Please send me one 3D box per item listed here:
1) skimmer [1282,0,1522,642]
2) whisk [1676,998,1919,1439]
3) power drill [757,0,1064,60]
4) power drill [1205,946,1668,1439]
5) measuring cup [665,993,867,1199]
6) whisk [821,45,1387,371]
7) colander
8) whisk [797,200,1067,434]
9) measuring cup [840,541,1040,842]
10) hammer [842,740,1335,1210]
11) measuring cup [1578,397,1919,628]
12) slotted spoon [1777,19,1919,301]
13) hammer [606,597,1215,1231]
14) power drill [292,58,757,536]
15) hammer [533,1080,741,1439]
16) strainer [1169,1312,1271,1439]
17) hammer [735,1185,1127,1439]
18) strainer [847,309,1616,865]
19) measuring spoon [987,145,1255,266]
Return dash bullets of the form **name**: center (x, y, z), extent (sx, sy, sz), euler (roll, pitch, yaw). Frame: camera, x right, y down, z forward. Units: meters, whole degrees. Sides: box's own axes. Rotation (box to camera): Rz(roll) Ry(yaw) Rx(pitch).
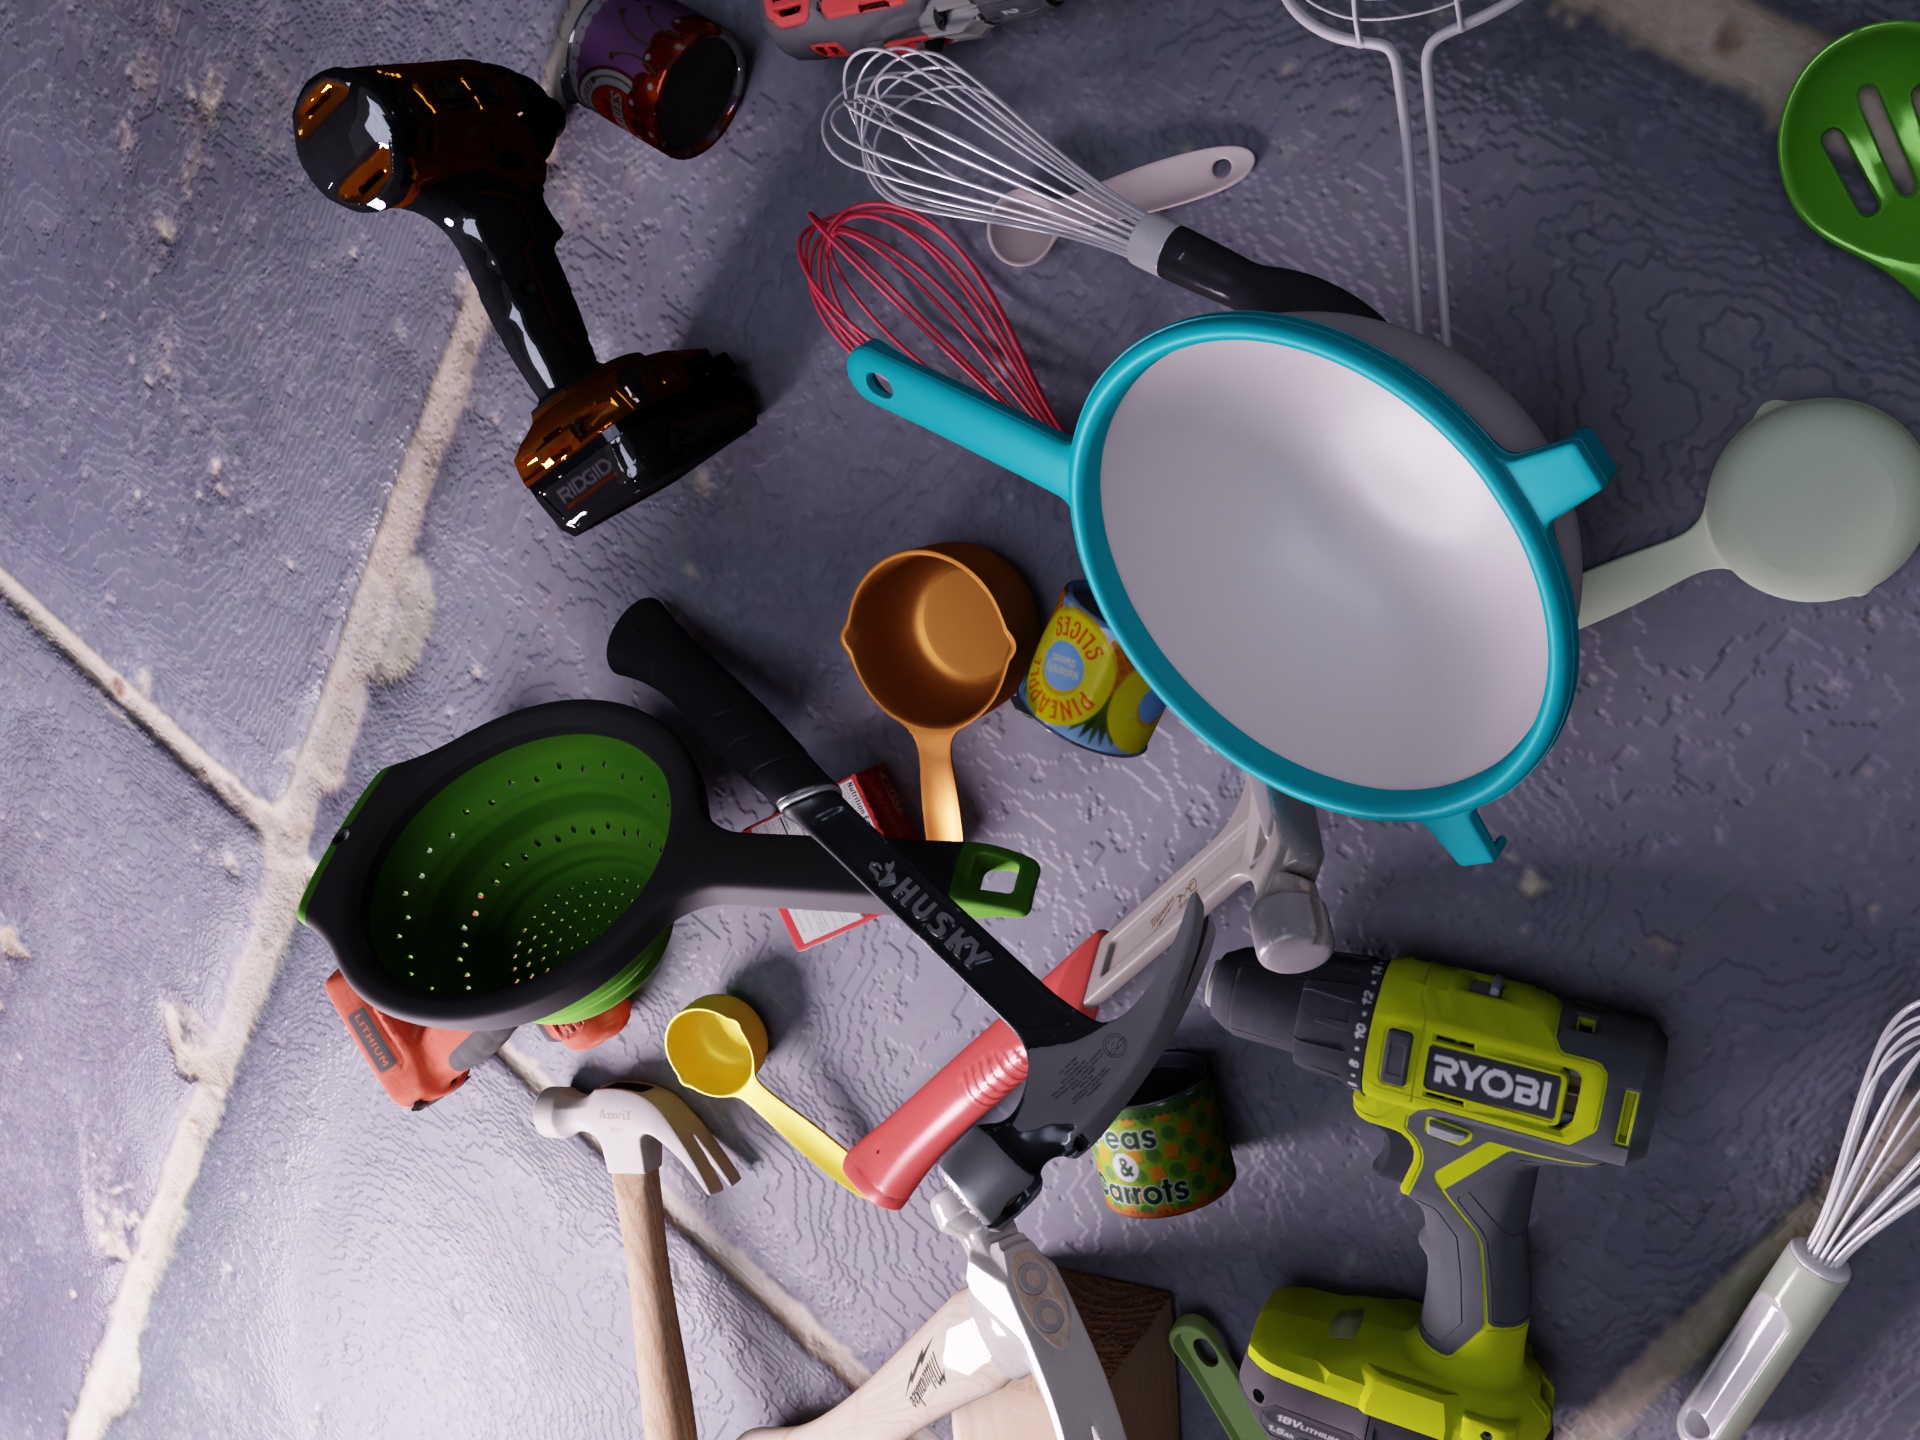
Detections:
- **skimmer**: center (0.197, -0.187, 0.638), extent (0.127, 0.090, 0.363), euler (3, 114, 31)
- **whisk**: center (0.353, 0.213, 0.646), extent (0.058, 0.059, 0.246), euler (54, 134, 52)
- **power drill**: center (-0.007, -0.404, 0.668), extent (0.188, 0.080, 0.226), euler (3, 107, 27)
- **power drill**: center (0.194, 0.215, 0.712), extent (0.190, 0.080, 0.228), euler (11, 105, 23)
- **measuring cup**: center (-0.099, 0.215, 0.904), extent (0.156, 0.029, 0.062), euler (41, 118, 0)
- **whisk**: center (0.055, -0.211, 0.665), extent (0.285, 0.070, 0.070), euler (33, 116, 23)
- **colander**: center (-0.143, 0.095, 0.820), extent (0.397, 0.205, 0.094), euler (1, 140, 21)
- **whisk**: center (0.035, -0.131, 0.724), extent (0.296, 0.073, 0.073), euler (46, 119, 5)
- **measuring cup**: center (-0.001, -0.002, 0.778), extent (0.095, 0.052, 0.173), euler (3, 108, 28)
- **hammer**: center (0.043, 0.134, 0.773), extent (0.036, 0.149, 0.359), euler (20, 132, -25)
- **measuring cup**: center (0.284, -0.064, 0.616), extent (0.167, 0.038, 0.083), euler (-26, 89, 28)
- **slotted spoon**: center (0.375, -0.097, 0.568), extent (0.070, 0.031, 0.314), euler (-22, 94, 31)
- **hammer**: center (-0.055, 0.043, 0.736), extent (0.149, 0.036, 0.409), euler (-43, 49, -9)
- **power drill**: center (-0.200, -0.219, 0.783), extent (0.084, 0.164, 0.226), euler (-27, 101, 30)
- **hammer**: center (-0.178, 0.382, 0.954), extent (0.130, 0.031, 0.331), euler (-8, 90, 28)
- **strainer**: center (0.167, 0.419, 0.782), extent (0.151, 0.069, 0.256), euler (-31, 88, 30)
- **hammer**: center (-0.041, 0.368, 0.817), extent (0.146, 0.038, 0.410), euler (64, 143, 24)
- **strainer**: center (0.103, -0.101, 0.634), extent (0.341, 0.095, 0.210), euler (32, 145, 31)
- **measuring spoon**: center (0.071, -0.230, 0.706), extent (0.124, 0.018, 0.034), euler (-10, 93, 23)
